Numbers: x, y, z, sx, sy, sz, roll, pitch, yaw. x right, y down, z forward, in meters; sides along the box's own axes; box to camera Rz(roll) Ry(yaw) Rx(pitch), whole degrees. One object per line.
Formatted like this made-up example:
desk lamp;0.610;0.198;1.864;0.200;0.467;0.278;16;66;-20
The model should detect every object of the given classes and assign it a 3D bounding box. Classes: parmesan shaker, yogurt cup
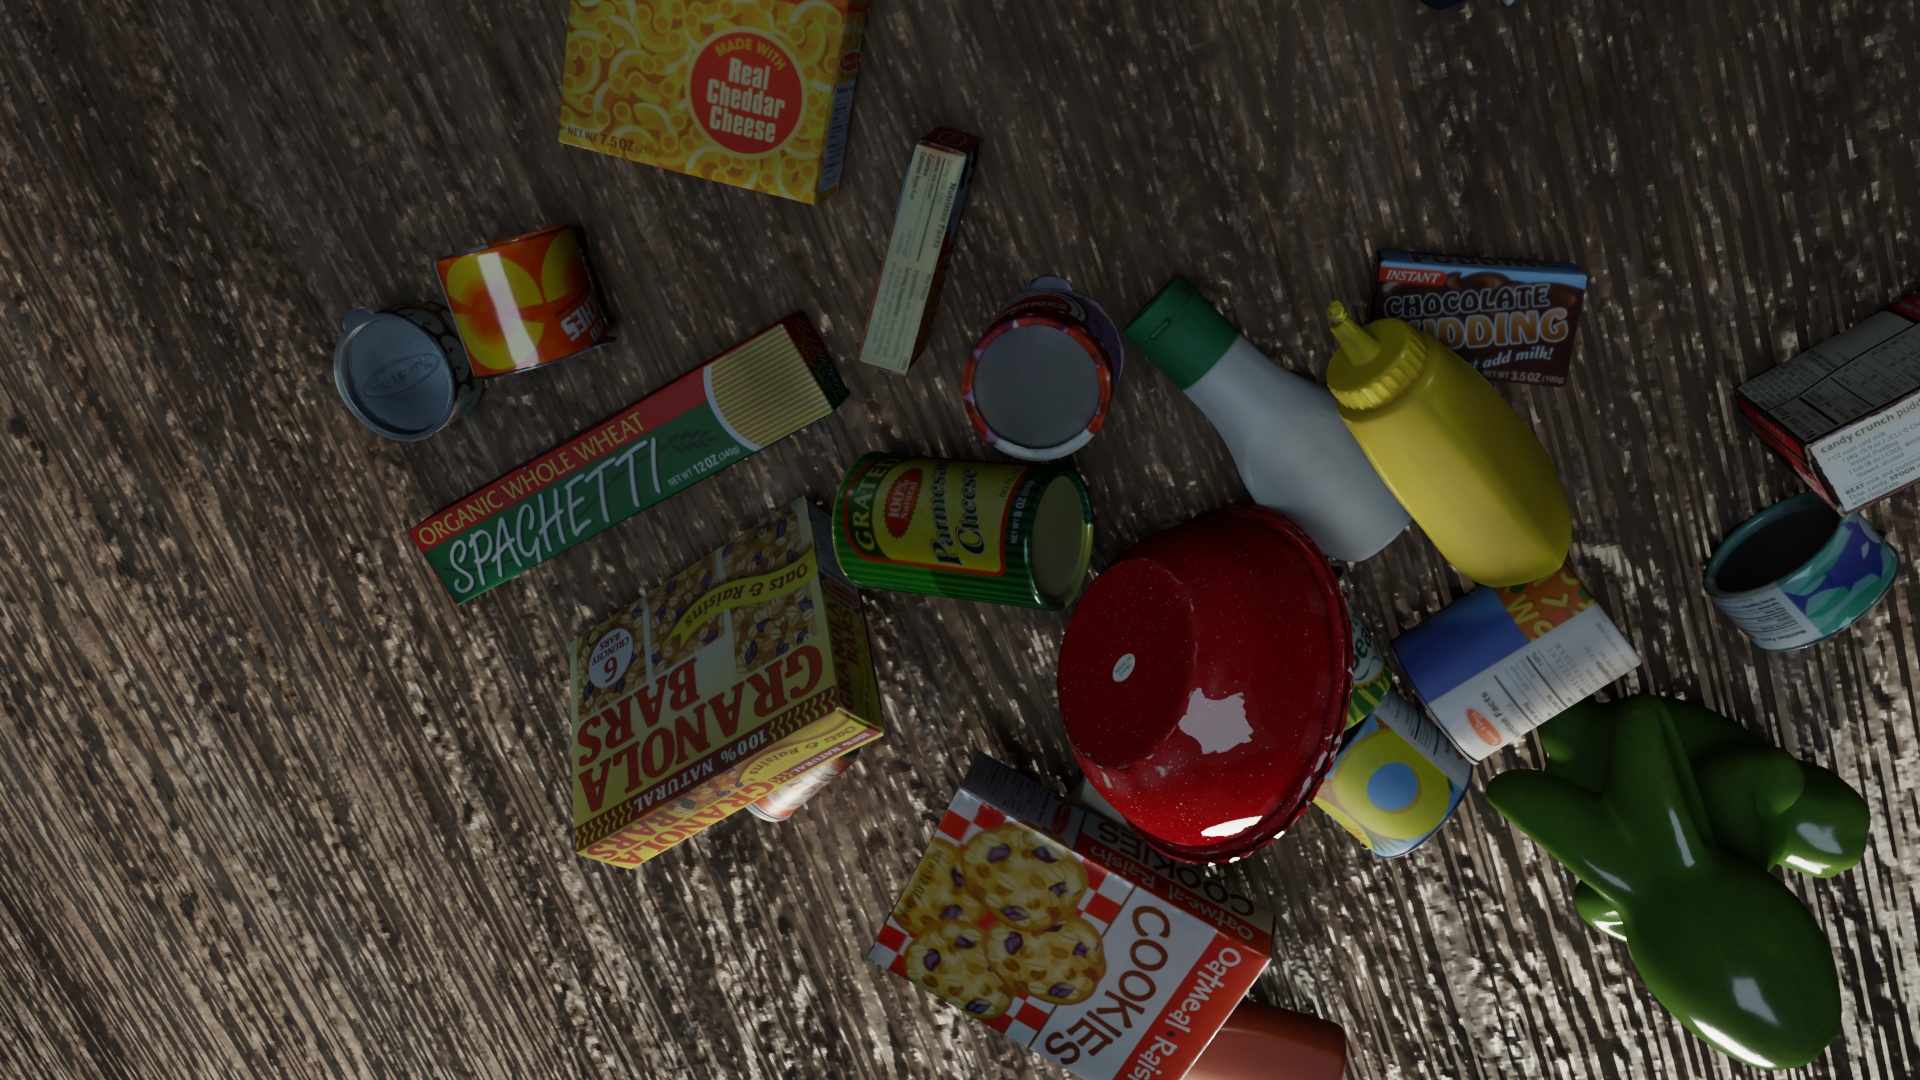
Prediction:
parmesan shaker;0.002;-0.008;0.639;0.103;0.071;0.071;5;114;31
yogurt cup;-0.089;0.104;0.721;0.054;0.072;0.072;-33;101;14

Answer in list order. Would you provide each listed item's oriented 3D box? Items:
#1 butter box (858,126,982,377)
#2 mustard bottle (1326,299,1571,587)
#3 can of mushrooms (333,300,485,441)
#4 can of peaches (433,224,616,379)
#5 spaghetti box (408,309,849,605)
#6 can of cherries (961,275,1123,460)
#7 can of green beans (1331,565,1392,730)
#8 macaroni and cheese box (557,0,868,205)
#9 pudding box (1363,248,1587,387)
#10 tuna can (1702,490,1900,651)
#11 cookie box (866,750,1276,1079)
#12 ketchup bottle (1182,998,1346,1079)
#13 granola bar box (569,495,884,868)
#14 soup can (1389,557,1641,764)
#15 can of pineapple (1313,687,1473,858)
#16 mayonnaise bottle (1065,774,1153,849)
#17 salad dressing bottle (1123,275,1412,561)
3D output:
butter box;-0.018;-0.129;0.618;0.024;0.053;0.103;18;115;2
mustard bottle;0.194;-0.046;0.571;0.048;0.066;0.160;-24;125;41
can of mushrooms;-0.279;-0.089;0.703;0.071;0.033;0.070;5;113;11
can of peaches;-0.205;-0.114;0.658;0.071;0.071;0.058;-10;108;16
spaghetti box;-0.173;-0.037;0.702;0.249;0.029;0.050;-25;103;20
can of cherries;0.037;-0.078;0.622;0.071;0.058;0.071;4;113;11
can of green beans;0.157;0.053;0.643;0.071;0.071;0.057;-30;103;22
macaroni and cheese box;-0.102;-0.242;0.598;0.124;0.040;0.165;15;114;6
pudding box;0.217;-0.095;0.590;0.084;0.030;0.049;7;112;10
tuna can;0.353;0.010;0.584;0.033;0.071;0.071;45;114;-6
cookie box;0.054;0.197;0.694;0.167;0.040;0.122;28;117;4
ketchup bottle;0.128;0.273;0.749;0.149;0.044;0.064;13;113;8
granola bar box;-0.120;0.071;0.684;0.165;0.125;0.039;-30;141;22
soup can;0.246;0.048;0.622;0.083;0.071;0.071;-37;100;19
can of pineapple;0.195;0.107;0.656;0.058;0.071;0.070;40;114;-4
mayonnaise bottle;0.077;0.146;0.713;0.065;0.041;0.147;28;116;3
salad dressing bottle;0.137;-0.055;0.618;0.147;0.044;0.064;43;118;-5
